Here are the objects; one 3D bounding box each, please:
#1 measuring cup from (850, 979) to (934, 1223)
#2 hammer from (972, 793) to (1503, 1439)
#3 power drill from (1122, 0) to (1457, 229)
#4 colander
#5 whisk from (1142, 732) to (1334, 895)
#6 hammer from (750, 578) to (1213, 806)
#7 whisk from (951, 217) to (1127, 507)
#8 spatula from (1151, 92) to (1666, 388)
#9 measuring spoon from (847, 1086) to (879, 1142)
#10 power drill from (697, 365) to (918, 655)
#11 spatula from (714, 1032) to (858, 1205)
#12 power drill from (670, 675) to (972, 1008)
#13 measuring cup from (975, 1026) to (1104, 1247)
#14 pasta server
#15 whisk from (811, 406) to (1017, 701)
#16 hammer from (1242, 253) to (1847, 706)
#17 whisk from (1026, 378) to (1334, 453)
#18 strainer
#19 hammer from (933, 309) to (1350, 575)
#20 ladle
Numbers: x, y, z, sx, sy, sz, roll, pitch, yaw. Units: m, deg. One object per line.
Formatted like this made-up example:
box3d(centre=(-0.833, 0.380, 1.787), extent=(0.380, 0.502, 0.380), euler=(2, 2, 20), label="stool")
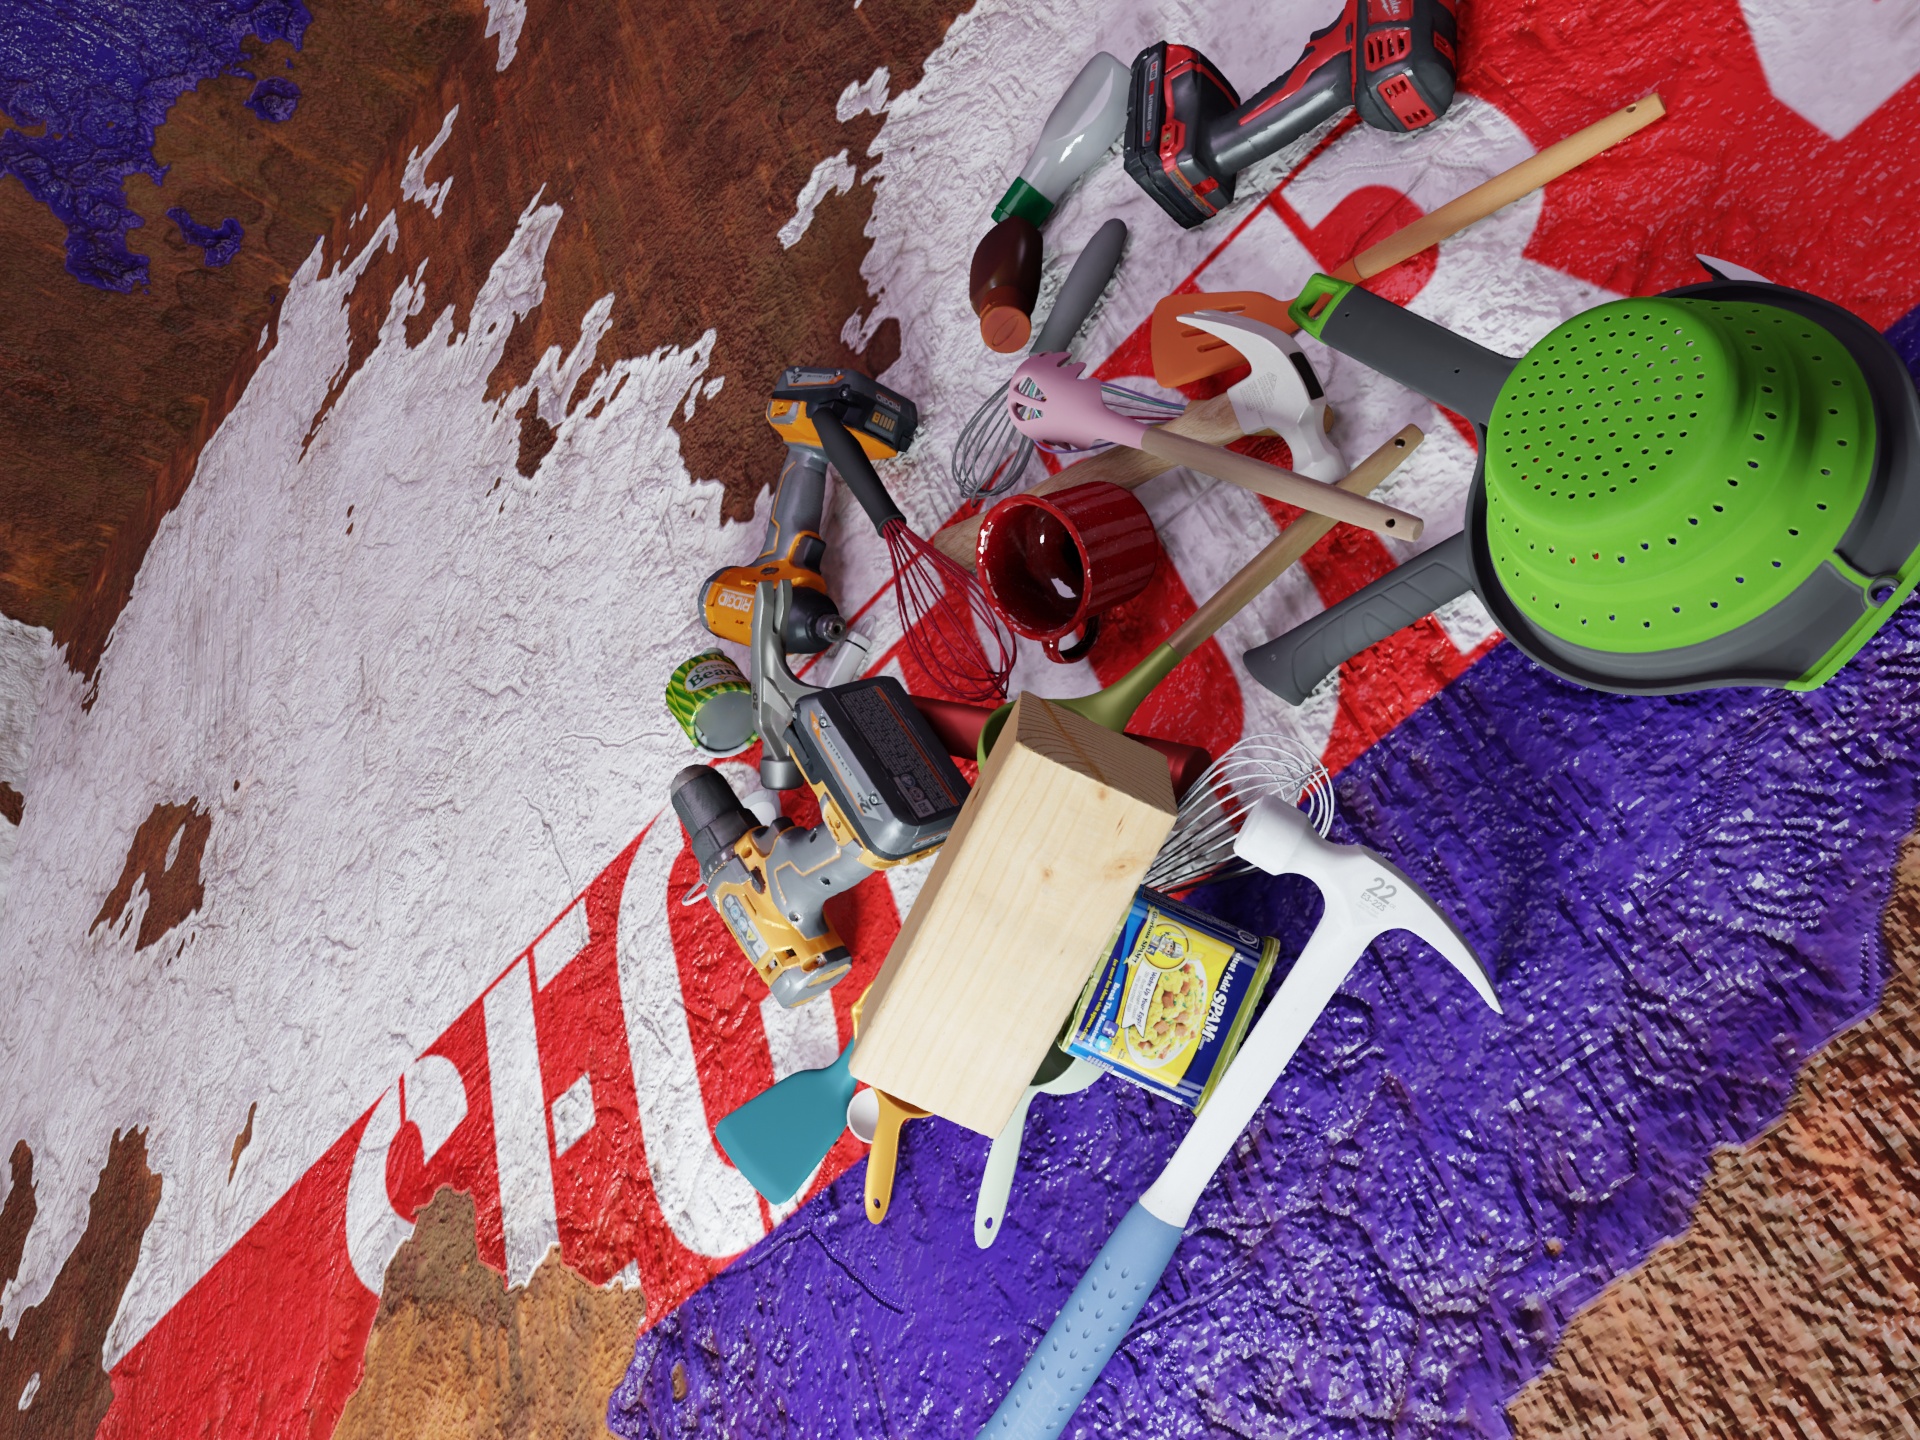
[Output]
box3d(centre=(-0.024, 0.230, 0.980), extent=(0.095, 0.052, 0.173), euler=(26, 114, 36), label="measuring cup")
box3d(centre=(0.112, 0.241, 0.796), extent=(0.144, 0.035, 0.405), euler=(30, 104, 6), label="hammer")
box3d(centre=(0.219, -0.426, 1.045), extent=(0.220, 0.078, 0.143), euler=(-13, 61, 40), label="power drill")
box3d(centre=(0.270, -0.163, 0.775), extent=(0.204, 0.094, 0.398), euler=(-55, 42, 12), label="colander")
box3d(centre=(0.098, 0.096, 0.913), extent=(0.284, 0.070, 0.070), euler=(-38, 46, 35), label="whisk")
box3d(centre=(-0.002, -0.003, 1.023), extent=(0.359, 0.036, 0.149), euler=(10, 104, 38), label="hammer")
box3d(centre=(0.061, -0.260, 1.152), extent=(0.055, 0.055, 0.239), euler=(23, 82, 50), label="whisk")
box3d(centre=(0.257, -0.288, 0.955), extent=(0.322, 0.041, 0.081), euler=(-23, 50, 37), label="spatula")
box3d(centre=(-0.032, 0.213, 1.019), extent=(0.034, 0.018, 0.124), euler=(27, 83, 15), label="measuring spoon")
box3d(centre=(-0.116, -0.160, 1.261), extent=(0.164, 0.084, 0.226), euler=(18, 87, 49), label="power drill")
box3d(centre=(-0.046, 0.166, 1.035), extent=(0.082, 0.044, 0.317), euler=(37, 97, 41), label="spatula")
box3d(centre=(-0.106, 0.063, 1.052), extent=(0.185, 0.084, 0.226), euler=(55, 133, 18), label="power drill")
box3d(centre=(0.045, 0.221, 0.914), extent=(0.083, 0.038, 0.168), euler=(6, 77, 49), label="measuring cup")
box3d(centre=(0.137, -0.159, 0.938), extent=(0.316, 0.040, 0.060), euler=(28, 118, 39), label="pasta server")
box3d(centre=(-0.040, -0.124, 1.126), extent=(0.073, 0.073, 0.296), euler=(-45, 57, 21), label="whisk")
box3d(centre=(0.288, -0.104, 0.827), extent=(0.334, 0.035, 0.146), euler=(-33, 49, 32), label="hammer")
box3d(centre=(0.135, -0.202, 1.037), extent=(0.245, 0.051, 0.047), euler=(12, 35, 44), label="whisk")
box3d(centre=(-0.125, 0.033, 1.196), extent=(0.087, 0.050, 0.258), euler=(18, 78, 58), label="strainer")
box3d(centre=(0.095, -0.162, 1.038), extent=(0.331, 0.031, 0.130), euler=(-20, 92, 47), label="hammer")
box3d(centre=(0.139, -0.060, 0.900), extent=(0.320, 0.062, 0.078), euler=(-42, 74, 2), label="ladle")
